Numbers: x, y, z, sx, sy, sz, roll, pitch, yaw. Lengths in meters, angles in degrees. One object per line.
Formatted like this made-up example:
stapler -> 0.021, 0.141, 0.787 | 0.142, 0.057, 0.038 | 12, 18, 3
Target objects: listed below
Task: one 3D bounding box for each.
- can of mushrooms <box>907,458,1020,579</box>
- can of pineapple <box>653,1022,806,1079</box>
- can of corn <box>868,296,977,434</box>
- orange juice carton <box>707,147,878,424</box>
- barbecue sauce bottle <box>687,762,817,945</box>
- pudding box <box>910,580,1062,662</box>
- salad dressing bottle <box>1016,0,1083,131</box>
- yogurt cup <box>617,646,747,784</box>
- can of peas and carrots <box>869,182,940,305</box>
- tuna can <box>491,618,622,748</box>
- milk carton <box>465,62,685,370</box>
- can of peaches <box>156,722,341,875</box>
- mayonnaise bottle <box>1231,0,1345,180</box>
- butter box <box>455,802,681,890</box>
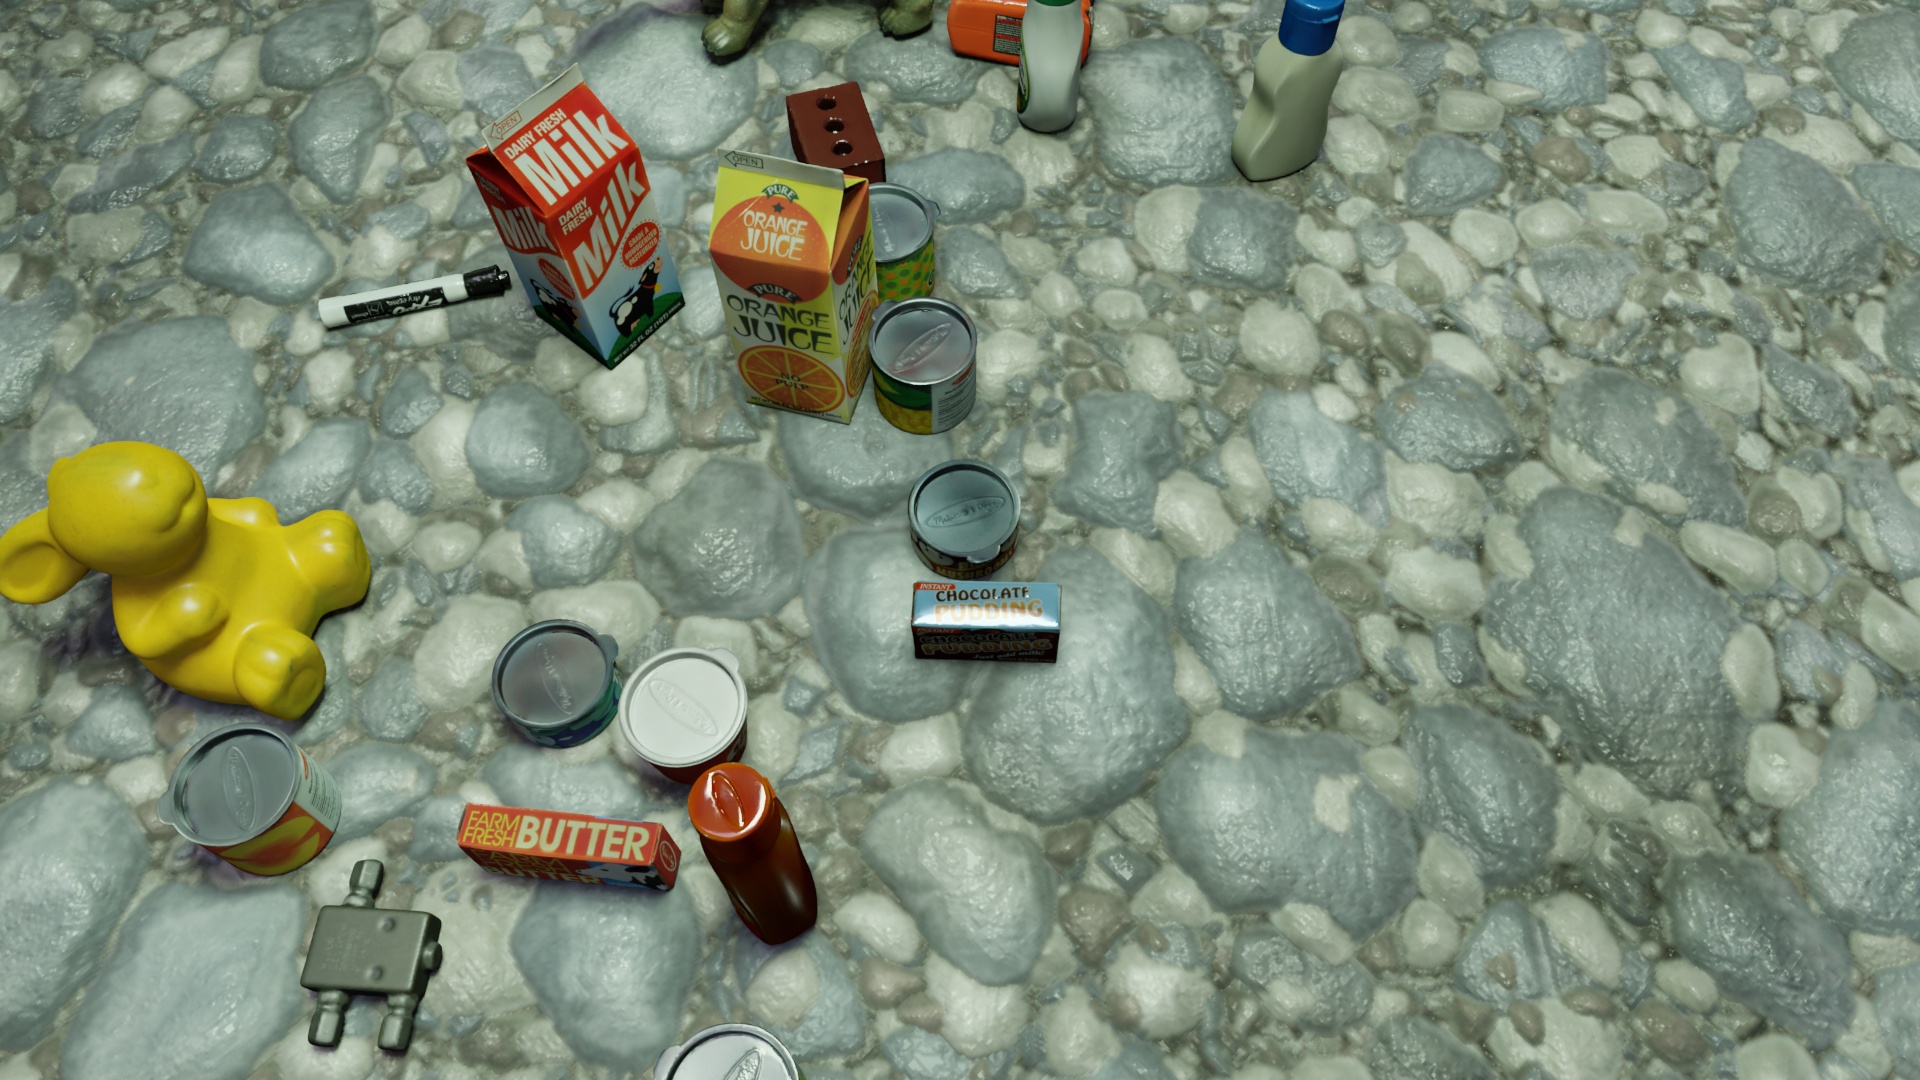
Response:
can of mushrooms -> 0.003, -0.010, 0.824 | 0.071, 0.033, 0.071 | 0, 61, 0
can of pineapple -> -0.107, 0.266, 0.657 | 0.071, 0.057, 0.071 | 0, 61, 0
can of corn -> -0.024, -0.110, 0.865 | 0.071, 0.058, 0.071 | 0, 61, 0
orange juice carton -> -0.095, -0.156, 0.815 | 0.072, 0.191, 0.073 | 13, 62, 7
barbecue sauce bottle -> -0.100, 0.148, 0.671 | 0.044, 0.148, 0.065 | -26, 64, -13
pudding box -> 0.015, 0.045, 0.784 | 0.084, 0.049, 0.030 | 2, 61, 1
salad dressing bottle -> 0.062, -0.347, 0.946 | 0.044, 0.147, 0.064 | 2, 61, 2
yogurt cup -> -0.146, 0.098, 0.753 | 0.072, 0.053, 0.073 | 0, 61, 0
can of peas and carrots -> -0.047, -0.191, 0.910 | 0.071, 0.058, 0.071 | 0, 61, 0
tuna can -> -0.222, 0.079, 0.776 | 0.071, 0.032, 0.071 | 0, 61, 0
milk carton -> -0.233, -0.197, 0.839 | 0.073, 0.189, 0.072 | 36, 67, 18
can of peaches -> -0.371, 0.137, 0.729 | 0.071, 0.057, 0.071 | 0, 61, 0
mayonnaise bottle -> 0.222, -0.307, 0.923 | 0.065, 0.147, 0.041 | -21, 63, -11
butter box -> -0.202, 0.159, 0.719 | 0.103, 0.053, 0.024 | 5, 61, 3
